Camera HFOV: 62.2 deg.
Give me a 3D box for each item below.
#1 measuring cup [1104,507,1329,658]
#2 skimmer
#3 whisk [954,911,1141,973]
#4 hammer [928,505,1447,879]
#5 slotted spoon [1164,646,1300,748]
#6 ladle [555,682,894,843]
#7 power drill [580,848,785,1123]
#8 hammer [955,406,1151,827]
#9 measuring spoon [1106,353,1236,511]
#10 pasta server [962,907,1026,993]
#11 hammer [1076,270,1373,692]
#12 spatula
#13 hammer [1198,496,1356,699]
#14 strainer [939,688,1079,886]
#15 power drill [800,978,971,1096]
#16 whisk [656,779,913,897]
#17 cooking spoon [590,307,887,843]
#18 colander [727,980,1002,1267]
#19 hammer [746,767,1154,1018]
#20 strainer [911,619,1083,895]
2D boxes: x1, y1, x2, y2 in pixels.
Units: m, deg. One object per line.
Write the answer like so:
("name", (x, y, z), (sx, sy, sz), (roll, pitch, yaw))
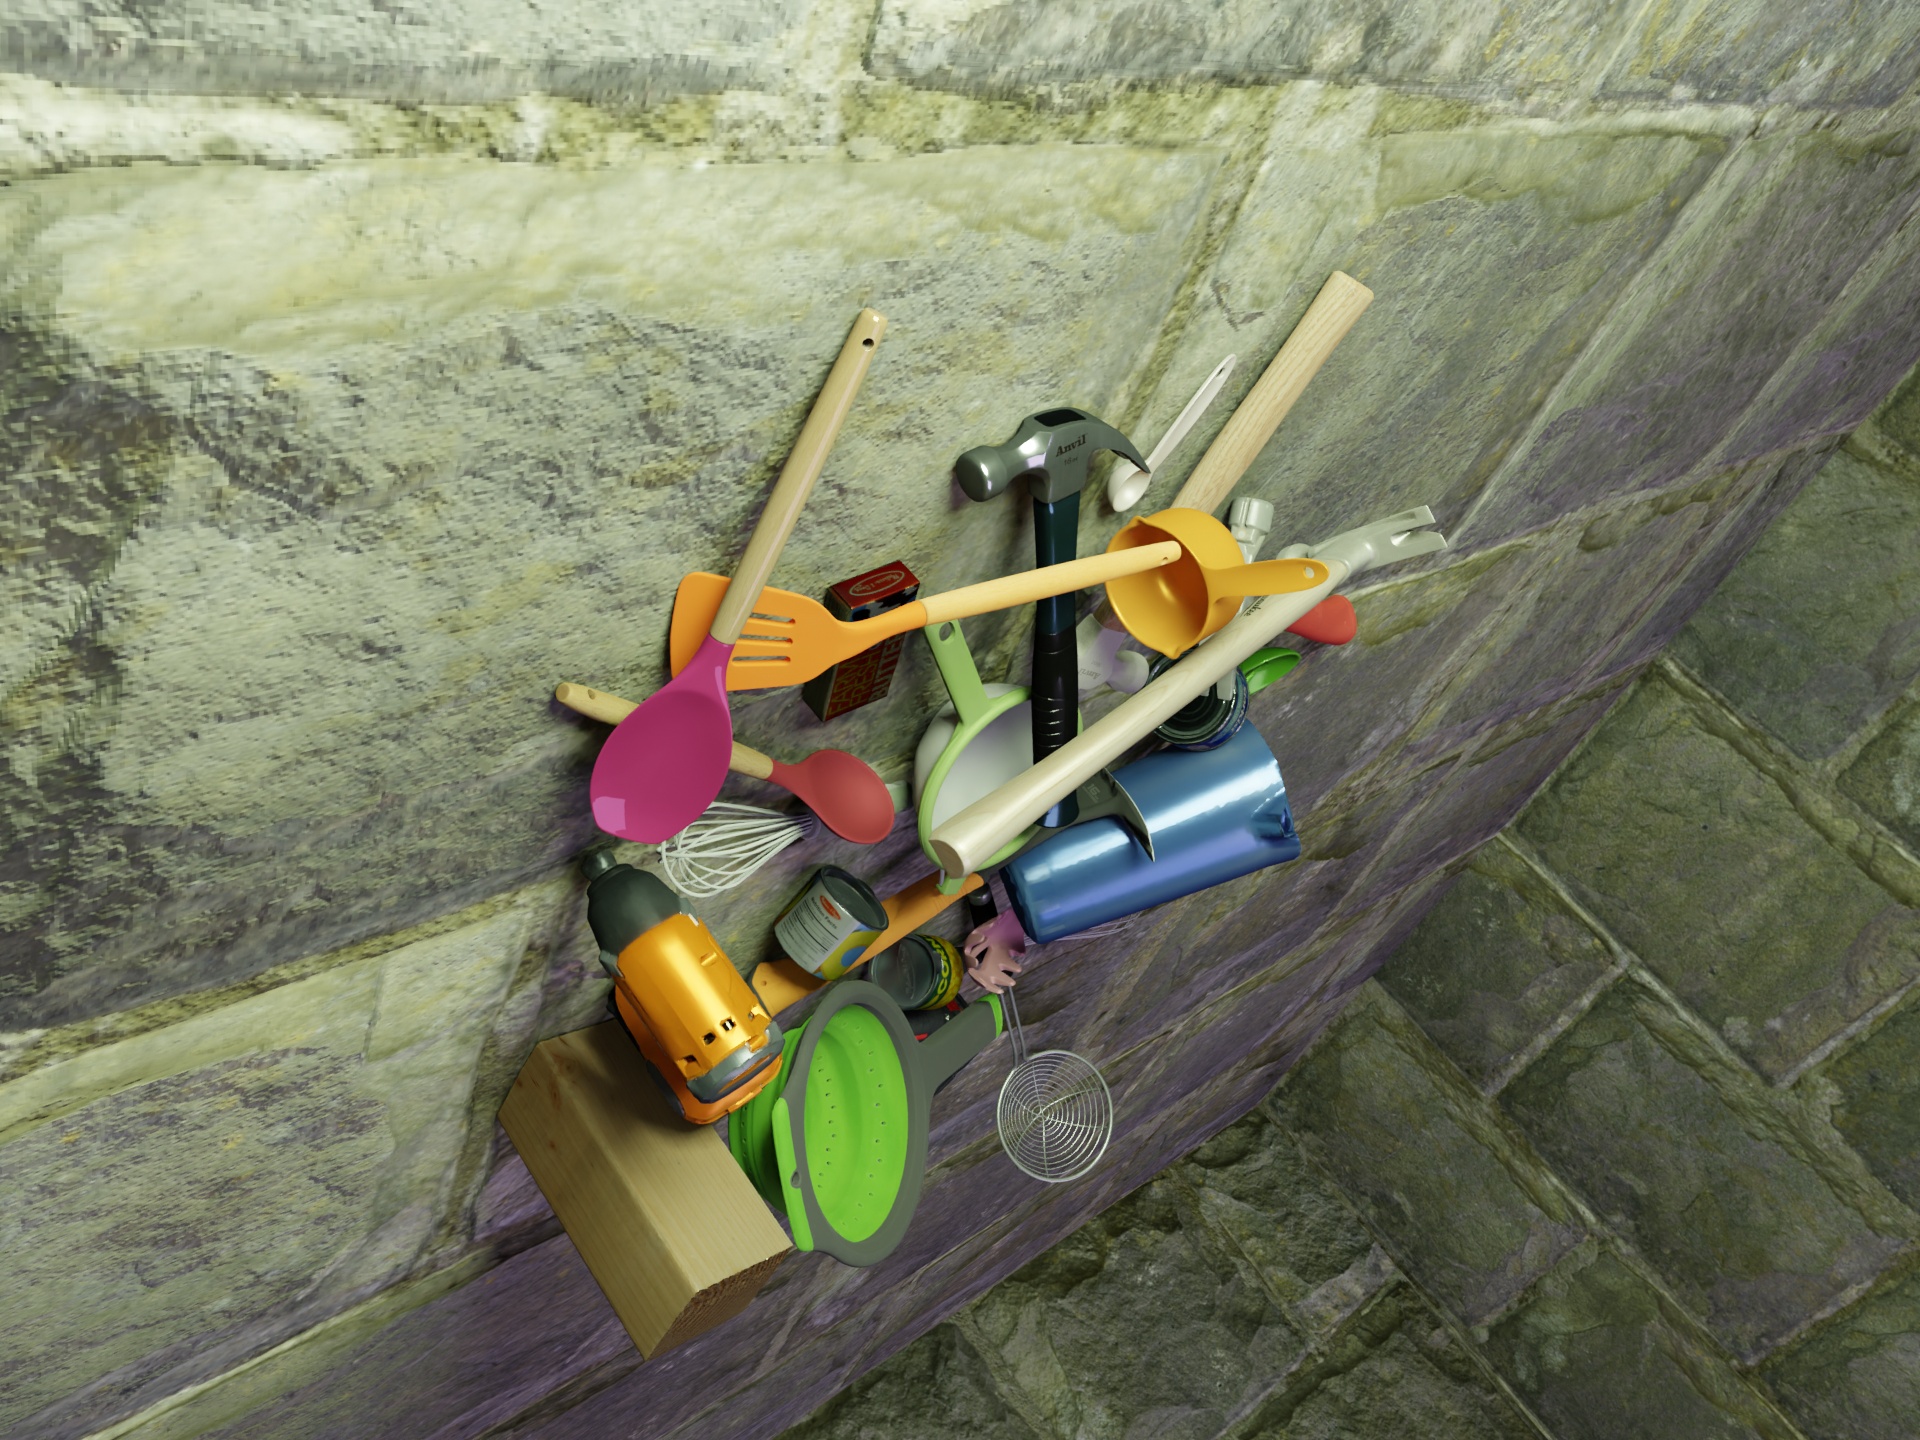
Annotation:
("measuring cup", (0.169, -0.093, 0.989), (0.052, 0.095, 0.174), (-28, -162, -38))
("skimmer", (0.069, 0.295, 1.498), (0.127, 0.090, 0.362), (-35, 134, -23))
("whisk", (0.069, 0.205, 1.539), (0.284, 0.070, 0.070), (-17, 146, -34))
("hammer", (0.145, -0.024, 1.025), (0.410, 0.038, 0.146), (-35, -170, -28))
("slotted spoon", (0.186, 0.038, 1.466), (0.313, 0.031, 0.070), (-44, 155, 10))
("ladle", (-0.130, 0.023, 0.941), (0.031, 0.069, 0.315), (-28, 155, 19))
("power drill", (-0.180, 0.171, 1.009), (0.084, 0.164, 0.226), (-34, 168, -17))
("hammer", (0.060, -0.052, 1.019), (0.128, 0.033, 0.330), (-29, 139, -26))
("measuring spoon", (0.133, -0.188, 1.022), (0.124, 0.018, 0.034), (-51, 155, 5))
("pasta server", (0.098, 0.153, 1.455), (0.040, 0.060, 0.316), (-5, -160, 43))
("hammer", (0.164, -0.156, 1.078), (0.130, 0.031, 0.331), (10, 123, -47))
("spatula", (-0.007, -0.071, 0.902), (0.322, 0.041, 0.081), (-16, 137, -30))
("hammer", (0.272, -0.083, 1.320), (0.359, 0.037, 0.149), (6, 96, -64))
("strainer", (0.047, 0.016, 1.203), (0.258, 0.050, 0.086), (-54, 149, 12))
("power drill", (-0.080, 0.304, 1.458), (0.143, 0.079, 0.219), (-47, 153, 13))
("whisk", (-0.108, 0.068, 1.056), (0.058, 0.059, 0.246), (-10, -178, 36))
("cooking spoon", (-0.111, -0.064, 0.810), (0.068, 0.017, 0.318), (19, 115, -24))
("colander", (-0.076, 0.289, 1.261), (0.094, 0.204, 0.397), (-8, -176, 24))
("hammer", (-0.013, 0.139, 1.246), (0.337, 0.127, 0.034), (-30, 139, -11))
("strainer", (-0.002, -0.003, 1.081), (0.151, 0.069, 0.256), (-41, 142, -16))
